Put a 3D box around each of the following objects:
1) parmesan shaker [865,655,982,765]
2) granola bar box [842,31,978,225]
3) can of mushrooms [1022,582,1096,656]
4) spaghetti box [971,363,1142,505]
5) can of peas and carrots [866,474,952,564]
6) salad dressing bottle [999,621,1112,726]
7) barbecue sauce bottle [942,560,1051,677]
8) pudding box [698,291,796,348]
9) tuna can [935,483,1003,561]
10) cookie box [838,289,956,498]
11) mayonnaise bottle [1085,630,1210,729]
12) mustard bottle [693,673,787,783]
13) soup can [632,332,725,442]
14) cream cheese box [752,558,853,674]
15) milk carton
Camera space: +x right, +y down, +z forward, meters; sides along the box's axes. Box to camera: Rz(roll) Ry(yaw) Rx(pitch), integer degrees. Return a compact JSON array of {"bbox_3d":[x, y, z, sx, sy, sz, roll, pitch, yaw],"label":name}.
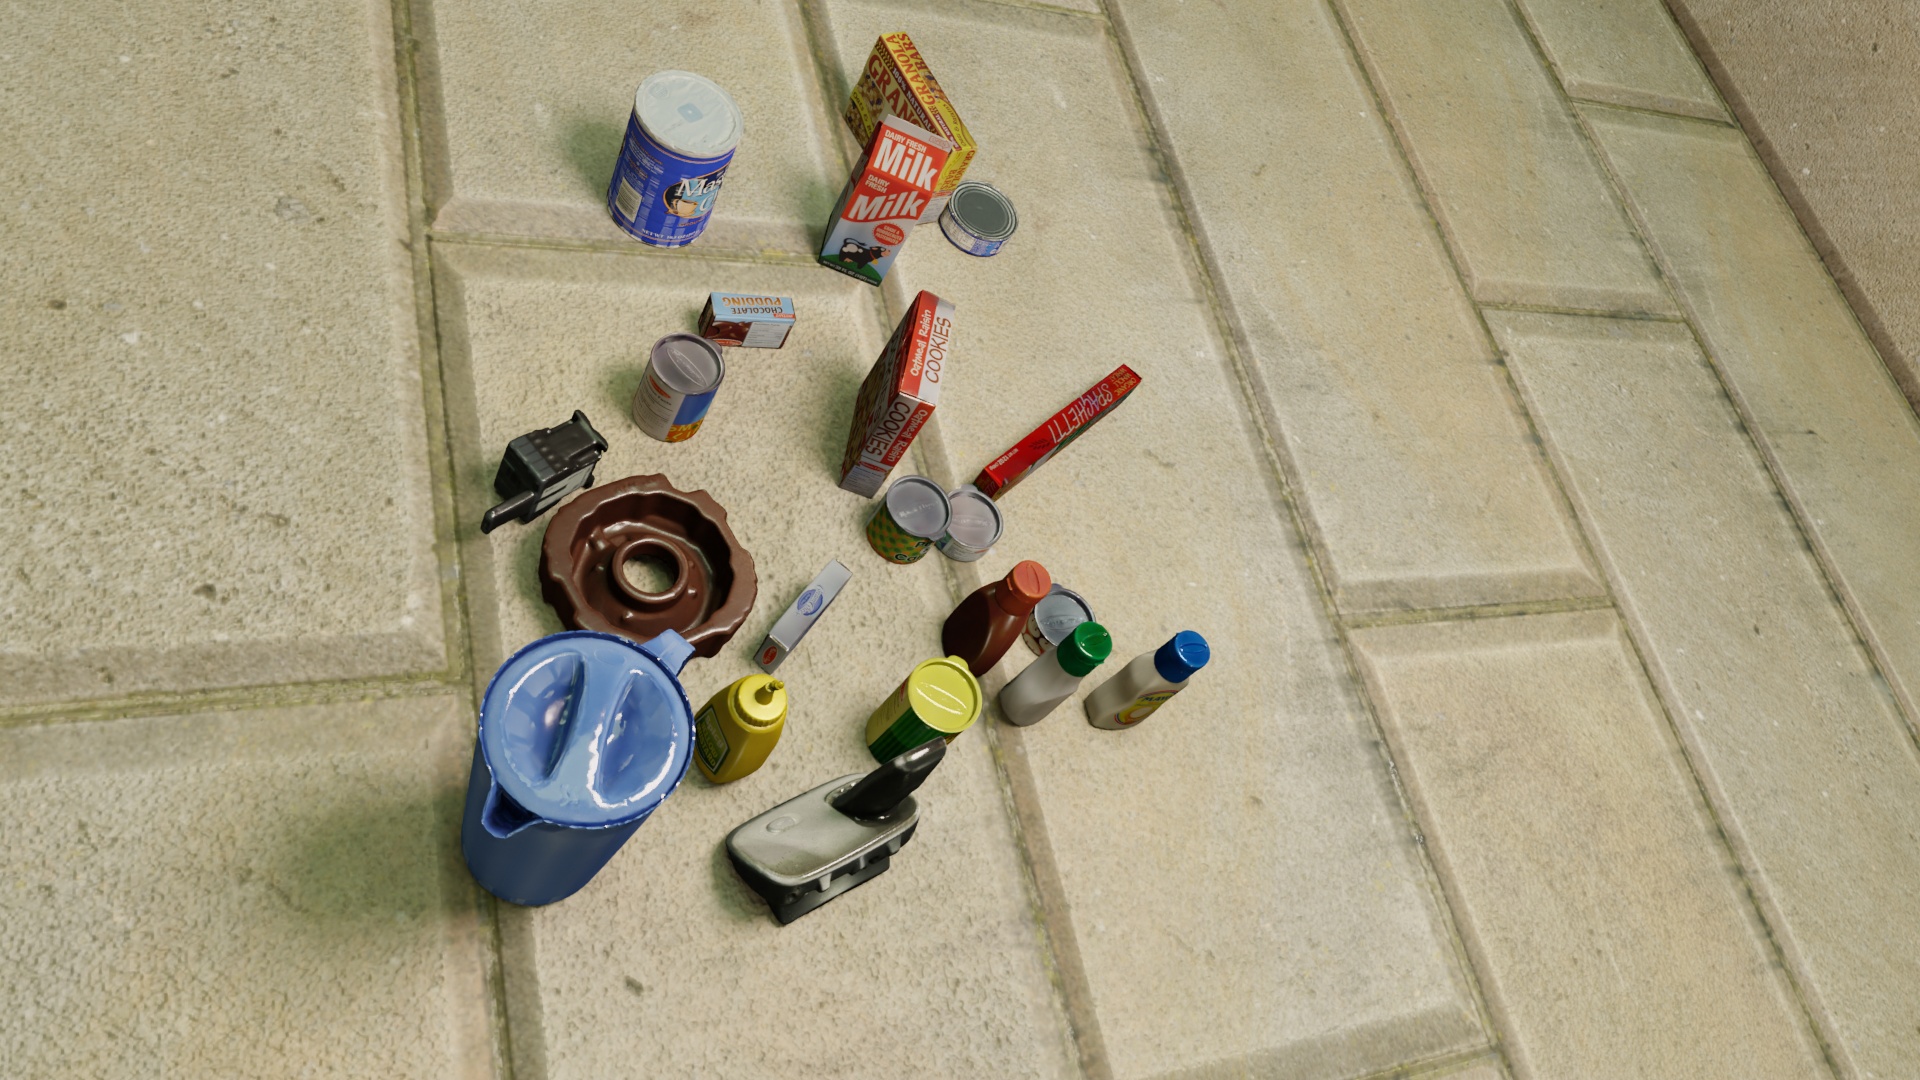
[{"bbox_3d":[-0.031,0.148,1.180,0.071,0.102,0.071,12,57,-20],"label":"parmesan shaker"},{"bbox_3d":[-0.058,-0.445,1.507,0.039,0.123,0.166,-20,72,-34],"label":"granola bar box"},{"bbox_3d":[0.093,0.079,1.327,0.071,0.033,0.071,12,57,-20],"label":"can of mushrooms"},{"bbox_3d":[0.100,-0.110,1.432,0.029,0.050,0.251,48,53,6],"label":"spaghetti box"},{"bbox_3d":[-0.047,-0.017,1.298,0.071,0.058,0.071,12,57,-20],"label":"can of peas and carrots"},{"bbox_3d":[0.085,0.118,1.228,0.064,0.147,0.044,-15,70,-32],"label":"salad dressing bottle"},{"bbox_3d":[0.032,0.066,1.232,0.044,0.147,0.065,-1,63,-27],"label":"barbecue sauce bottle"},{"bbox_3d":[-0.206,-0.212,1.342,0.084,0.049,0.030,-1,63,-27],"label":"pudding box"},{"bbox_3d":[0.005,-0.017,1.340,0.071,0.032,0.071,12,57,-20],"label":"tuna can"},{"bbox_3d":[-0.061,-0.134,1.293,0.040,0.166,0.123,19,55,-15],"label":"cookie box"},{"bbox_3d":[0.173,0.128,1.265,0.065,0.147,0.041,-1,63,-27],"label":"mayonnaise bottle"},{"bbox_3d":[-0.168,0.139,1.082,0.049,0.159,0.065,-15,70,-32],"label":"mustard bottle"},{"bbox_3d":[-0.253,-0.138,1.253,0.071,0.083,0.071,12,57,-20],"label":"soup can"},{"bbox_3d":[-0.137,0.065,1.208,0.024,0.053,0.104,39,52,-1],"label":"cream cheese box"},{"bbox_3d":[-0.075,-0.350,1.400,0.072,0.189,0.074,20,55,-15],"label":"milk carton"}]
